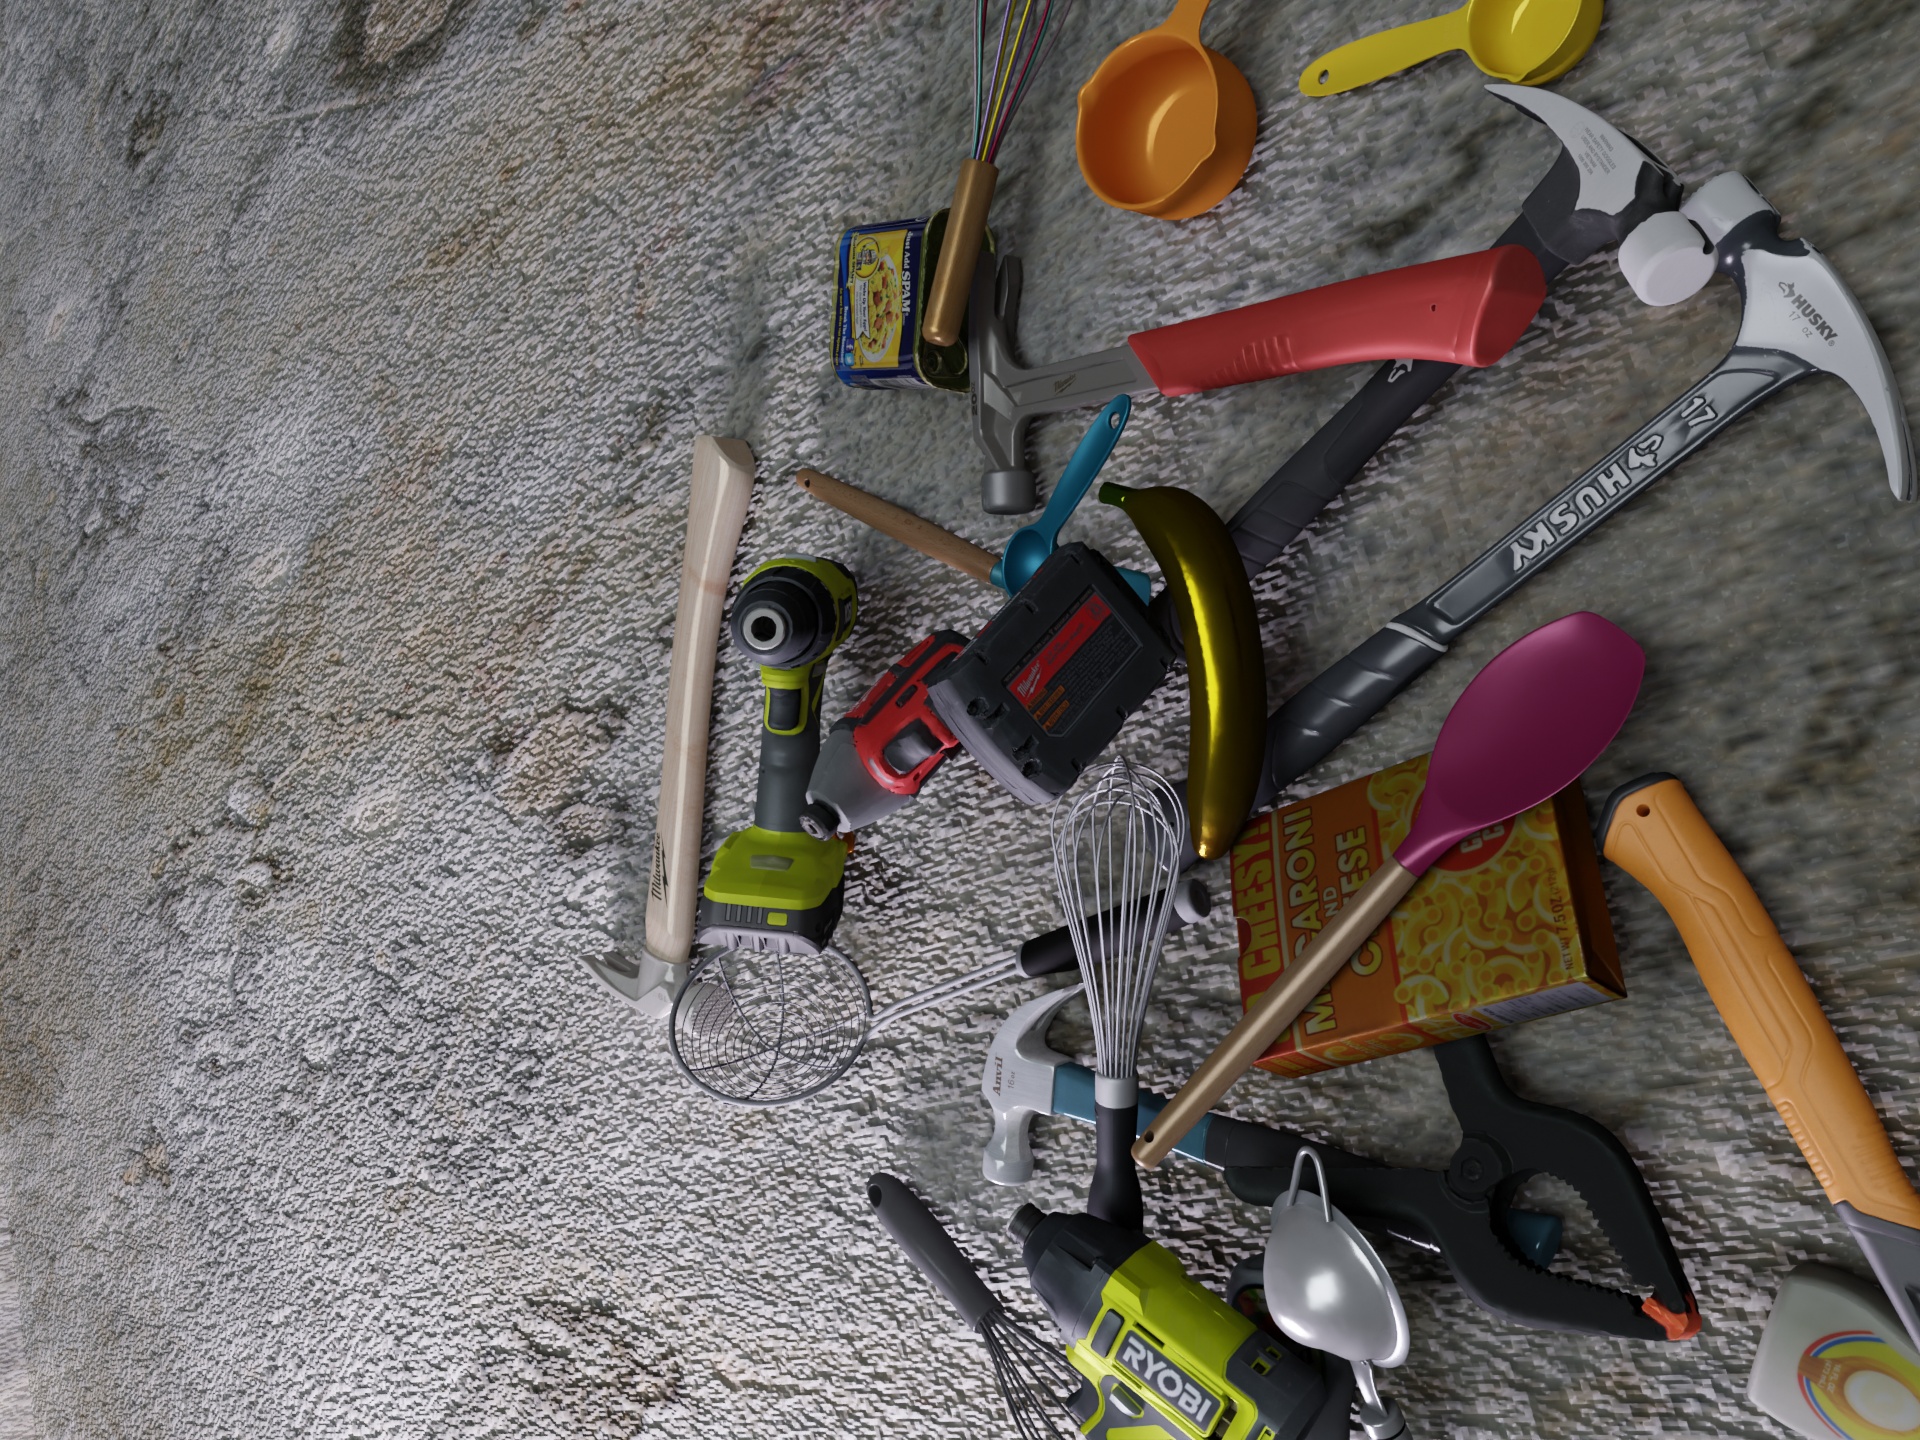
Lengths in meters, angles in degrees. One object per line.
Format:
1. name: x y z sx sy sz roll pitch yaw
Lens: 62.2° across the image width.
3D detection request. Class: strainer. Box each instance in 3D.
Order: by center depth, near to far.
1. strainer: 0.189 0.315 0.727 0.087 0.050 0.258 2 120 63

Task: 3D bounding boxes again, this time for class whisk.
1. whisk: 0.081 0.157 0.817 0.070 0.070 0.284 10 106 41
2. whisk: 0.016 -0.330 0.879 0.047 0.051 0.245 18 95 47
3. whisk: 0.015 0.354 0.937 0.239 0.055 0.055 41 118 38

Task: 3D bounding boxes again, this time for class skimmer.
1. skimmer: -0.025 0.142 0.930 0.363 0.090 0.127 -27 35 36

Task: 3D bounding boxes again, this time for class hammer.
1. hammer: 0.348 0.165 0.604 0.127 0.034 0.337 -35 60 26
2. hammer: 0.229 -0.047 0.733 0.409 0.036 0.149 -44 65 34
3. hammer: 0.186 -0.141 0.749 0.334 0.035 0.146 -48 40 39
4. hammer: 0.119 -0.189 0.776 0.359 0.036 0.149 3 95 55
5. hammer: 0.143 0.223 0.822 0.331 0.033 0.128 10 99 41
6. hammer: -0.198 0.006 1.118 0.146 0.038 0.410 15 102 42

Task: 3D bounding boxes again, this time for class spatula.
1. spatula: -0.003 -0.097 0.932 0.318 0.044 0.082 30 116 38

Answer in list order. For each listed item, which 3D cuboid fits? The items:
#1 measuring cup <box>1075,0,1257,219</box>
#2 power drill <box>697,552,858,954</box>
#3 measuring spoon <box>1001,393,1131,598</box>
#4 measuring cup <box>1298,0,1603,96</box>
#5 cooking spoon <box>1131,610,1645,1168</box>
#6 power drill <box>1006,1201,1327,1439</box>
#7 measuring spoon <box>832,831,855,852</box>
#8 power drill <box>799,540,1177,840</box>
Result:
1. measuring cup: 0.125 -0.339 0.803 0.095 0.052 0.173 38 114 34
2. power drill: -0.106 0.017 0.941 0.080 0.190 0.228 5 99 2
3. measuring spoon: 0.061 -0.114 0.828 0.128 0.021 0.042 -59 45 31
4. measuring cup: 0.225 -0.312 0.738 0.157 0.029 0.062 7 95 53
5. cooking spoon: 0.179 0.083 0.702 0.319 0.017 0.069 -51 44 13
6. power drill: 0.064 0.367 0.805 0.171 0.080 0.223 32 111 27
7. measuring spoon: -0.101 0.039 1.047 0.021 0.011 0.117 -48 62 32
8. power drill: -0.001 -0.003 0.817 0.078 0.143 0.219 49 153 -11
